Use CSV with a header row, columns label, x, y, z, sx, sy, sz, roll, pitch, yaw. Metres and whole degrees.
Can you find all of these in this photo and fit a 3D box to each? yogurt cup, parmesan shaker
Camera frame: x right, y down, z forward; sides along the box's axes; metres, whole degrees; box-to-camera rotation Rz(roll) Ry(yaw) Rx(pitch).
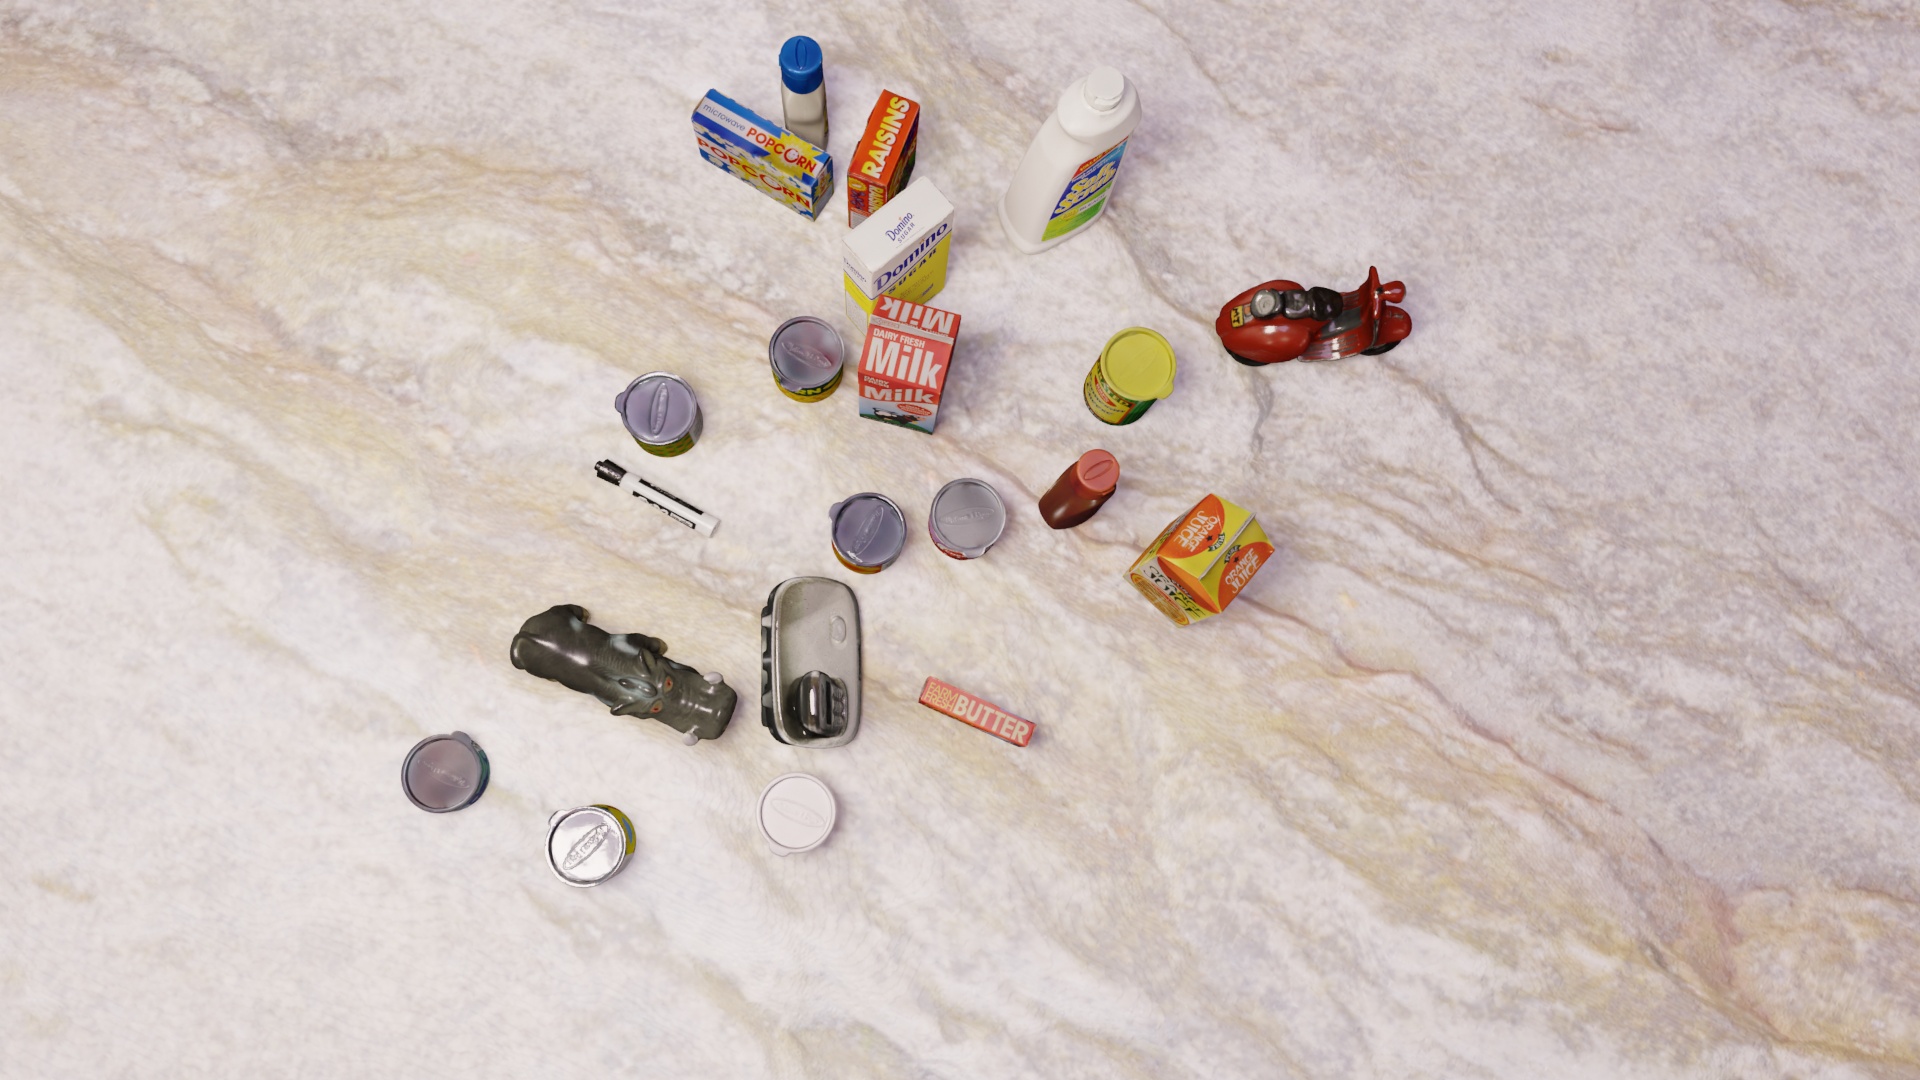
label,x,y,z,sx,sy,sz,roll,pitch,yaw
yogurt cup,-0.139,0.231,1.185,0.072,0.054,0.072,1,81,-4
parmesan shaker,0.152,-0.143,1.247,0.071,0.103,0.071,1,81,-4

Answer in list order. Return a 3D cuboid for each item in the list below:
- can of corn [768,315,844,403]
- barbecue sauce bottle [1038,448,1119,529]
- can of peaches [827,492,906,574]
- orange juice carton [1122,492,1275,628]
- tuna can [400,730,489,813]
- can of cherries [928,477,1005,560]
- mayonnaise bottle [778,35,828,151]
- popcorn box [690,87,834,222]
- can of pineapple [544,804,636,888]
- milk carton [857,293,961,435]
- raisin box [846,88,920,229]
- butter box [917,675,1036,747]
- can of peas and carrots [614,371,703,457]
label,x,y,z,sx,sy,sz,roll,pitch,yaw
can of corn,-0.139,-0.159,1.249,0.071,0.058,0.071,1,81,-4
barbecue sauce bottle,0.107,-0.046,1.204,0.065,0.148,0.043,-30,85,-8
can of peaches,-0.084,-0.007,1.228,0.071,0.058,0.071,1,81,-4
orange juice carton,0.203,0.018,1.179,0.073,0.192,0.072,42,80,3
tuna can,-0.435,0.195,1.178,0.071,0.032,0.071,1,81,-4
can of cherries,0.004,-0.016,1.236,0.071,0.058,0.071,1,81,-4
mayonnaise bottle,-0.140,-0.398,1.243,0.041,0.148,0.065,-3,81,-5
popcorn box,-0.179,-0.350,1.264,0.127,0.085,0.038,30,80,1
can of pineapple,-0.310,0.254,1.166,0.071,0.057,0.071,1,81,-4
milk carton,-0.045,-0.153,1.188,0.072,0.190,0.073,15,80,-2
raisin box,-0.070,-0.336,1.251,0.040,0.123,0.086,22,80,-1
butter box,0.013,0.150,1.212,0.103,0.053,0.024,24,80,0
can of peas and carrots,-0.266,-0.111,1.230,0.071,0.058,0.071,1,81,-4
